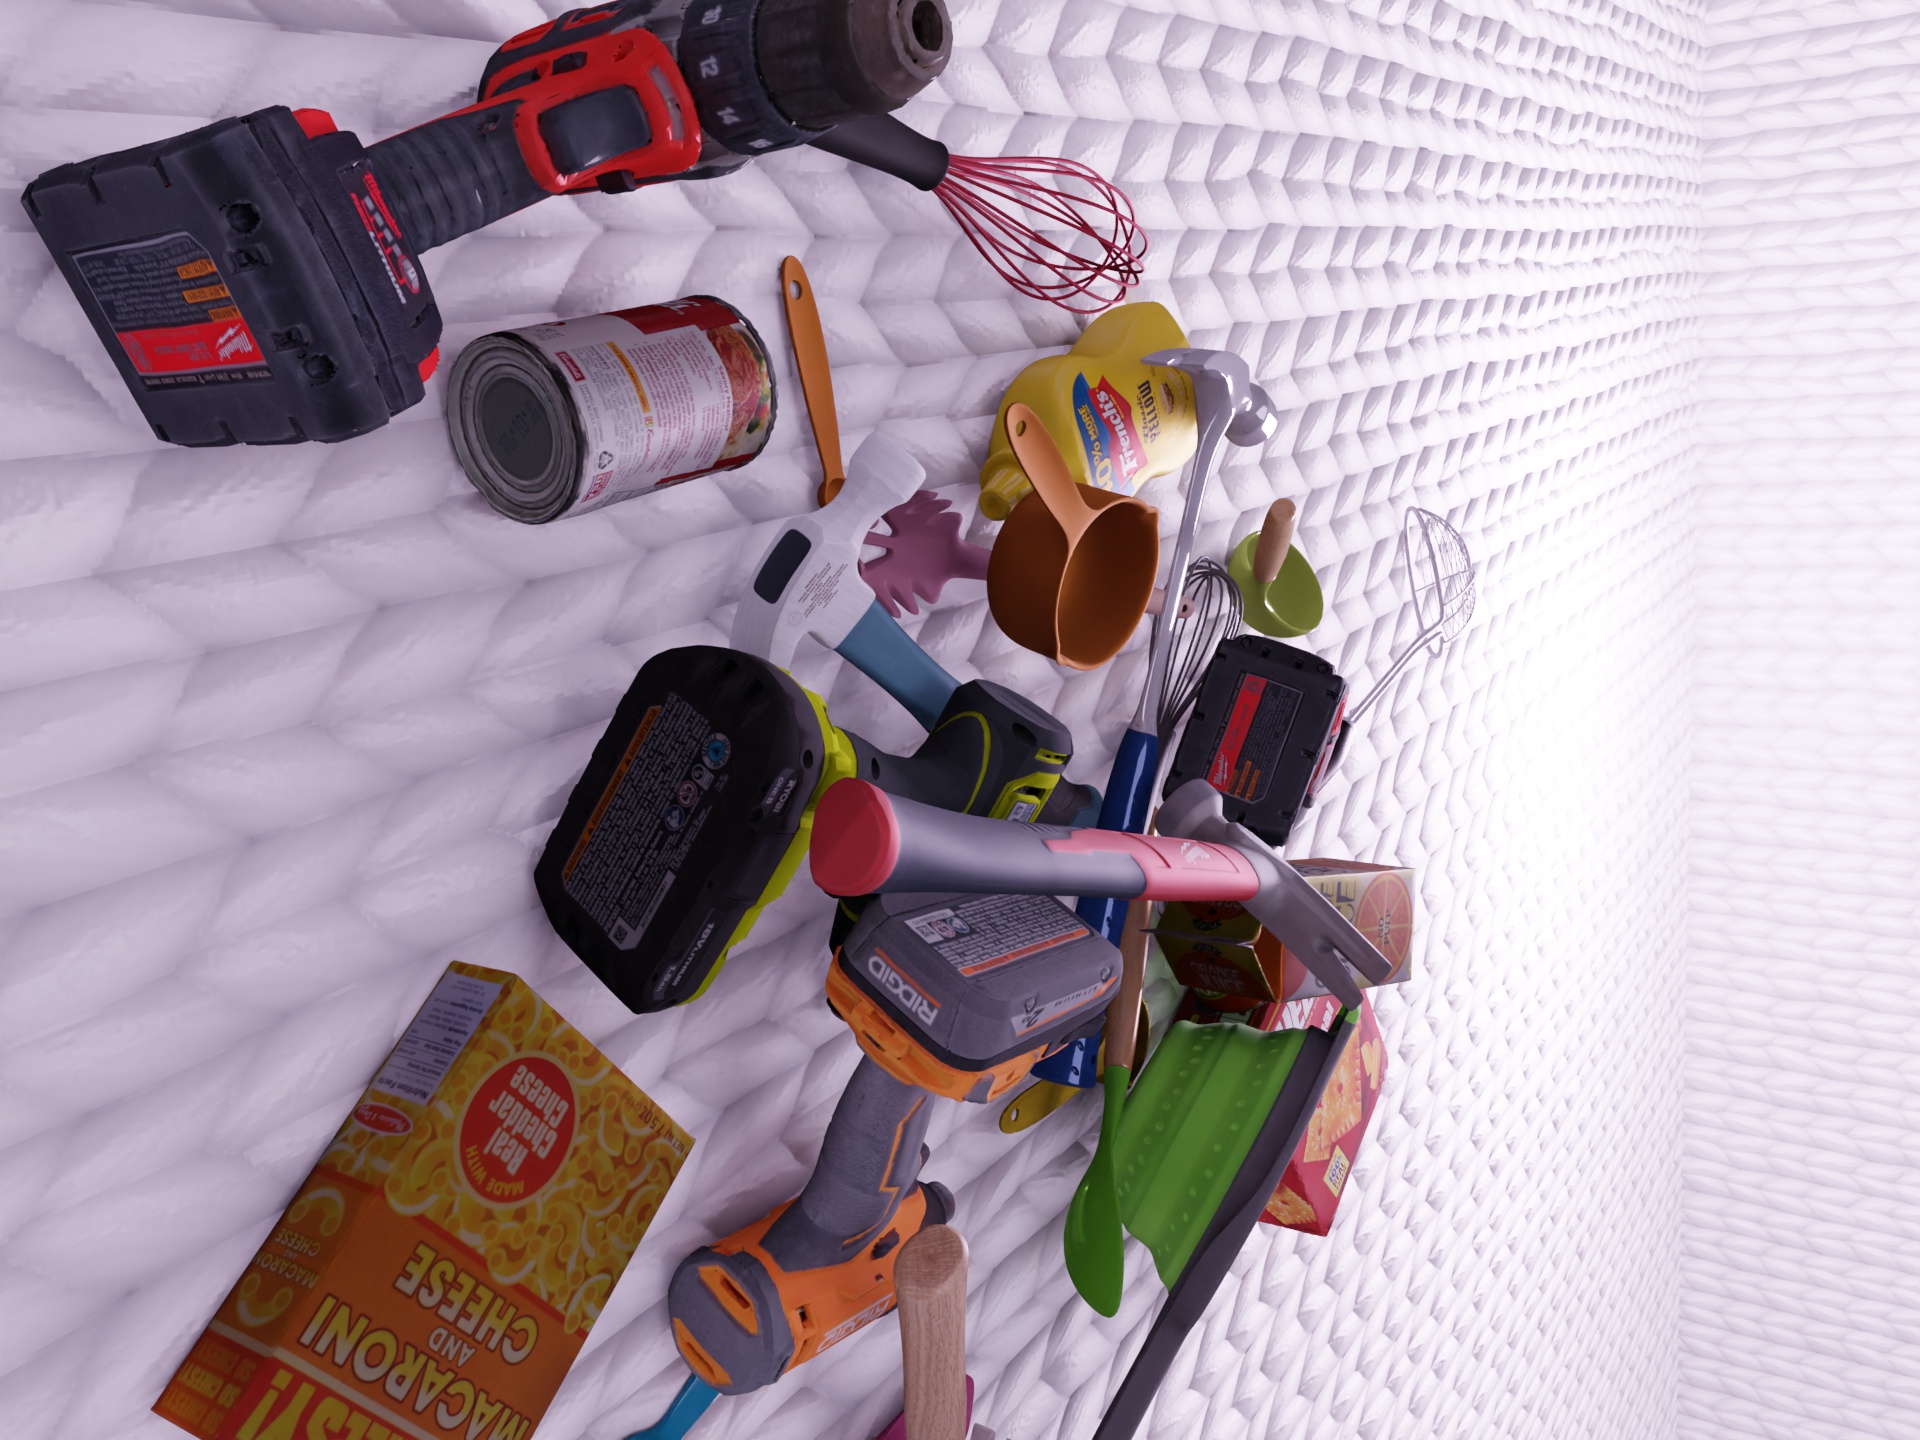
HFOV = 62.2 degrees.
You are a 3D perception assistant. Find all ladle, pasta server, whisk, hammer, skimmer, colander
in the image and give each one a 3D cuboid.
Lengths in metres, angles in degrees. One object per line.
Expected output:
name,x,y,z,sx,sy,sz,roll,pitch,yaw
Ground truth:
ladle,0.194,-0.099,0.949,0.078,0.062,0.320,64,5,7
pasta server,0.043,-0.074,0.835,0.316,0.040,0.060,5,105,-51
whisk,0.120,0.007,0.972,0.055,0.055,0.239,39,66,-50
hammer,-0.010,0.341,0.747,0.130,0.031,0.331,-49,150,-42
skimmer,0.305,-0.037,1.245,0.363,0.090,0.127,-44,136,-31
hammer,-0.001,-0.002,0.770,0.128,0.033,0.330,-51,145,-2
hammer,0.071,0.071,0.674,0.038,0.143,0.386,-52,152,15
hammer,0.098,-0.005,0.860,0.144,0.035,0.405,18,84,-63
colander,0.104,0.318,0.943,0.397,0.094,0.204,-61,166,-3
whisk,-0.001,-0.256,0.756,0.295,0.073,0.073,6,88,-49

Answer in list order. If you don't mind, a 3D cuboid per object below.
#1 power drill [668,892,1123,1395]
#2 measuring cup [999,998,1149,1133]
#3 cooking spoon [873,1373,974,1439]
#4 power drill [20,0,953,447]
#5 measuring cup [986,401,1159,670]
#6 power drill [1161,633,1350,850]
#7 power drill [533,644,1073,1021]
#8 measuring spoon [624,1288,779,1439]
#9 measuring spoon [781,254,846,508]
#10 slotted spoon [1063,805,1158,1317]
power drill,-0.021,0.175,0.691,0.164,0.084,0.226,-6,129,-55
measuring cup,0.059,0.200,0.918,0.156,0.029,0.062,-19,109,-51
cooking spoon,-0.085,0.376,0.734,0.318,0.017,0.069,-1,101,-56
power drill,-0.127,-0.166,0.471,0.227,0.188,0.080,-45,128,-38
measuring cup,0.037,-0.095,0.747,0.095,0.052,0.173,-56,143,-15
power drill,0.196,0.024,1.014,0.143,0.078,0.219,-70,163,2
power drill,-0.057,0.056,0.664,0.223,0.080,0.171,13,110,-57
measuring spoon,-0.108,0.296,0.687,0.129,0.021,0.042,-47,130,-43
measuring spoon,-0.067,-0.148,0.712,0.021,0.011,0.117,-29,114,-51
slotted spoon,0.090,0.176,0.899,0.070,0.031,0.314,106,-3,-52
